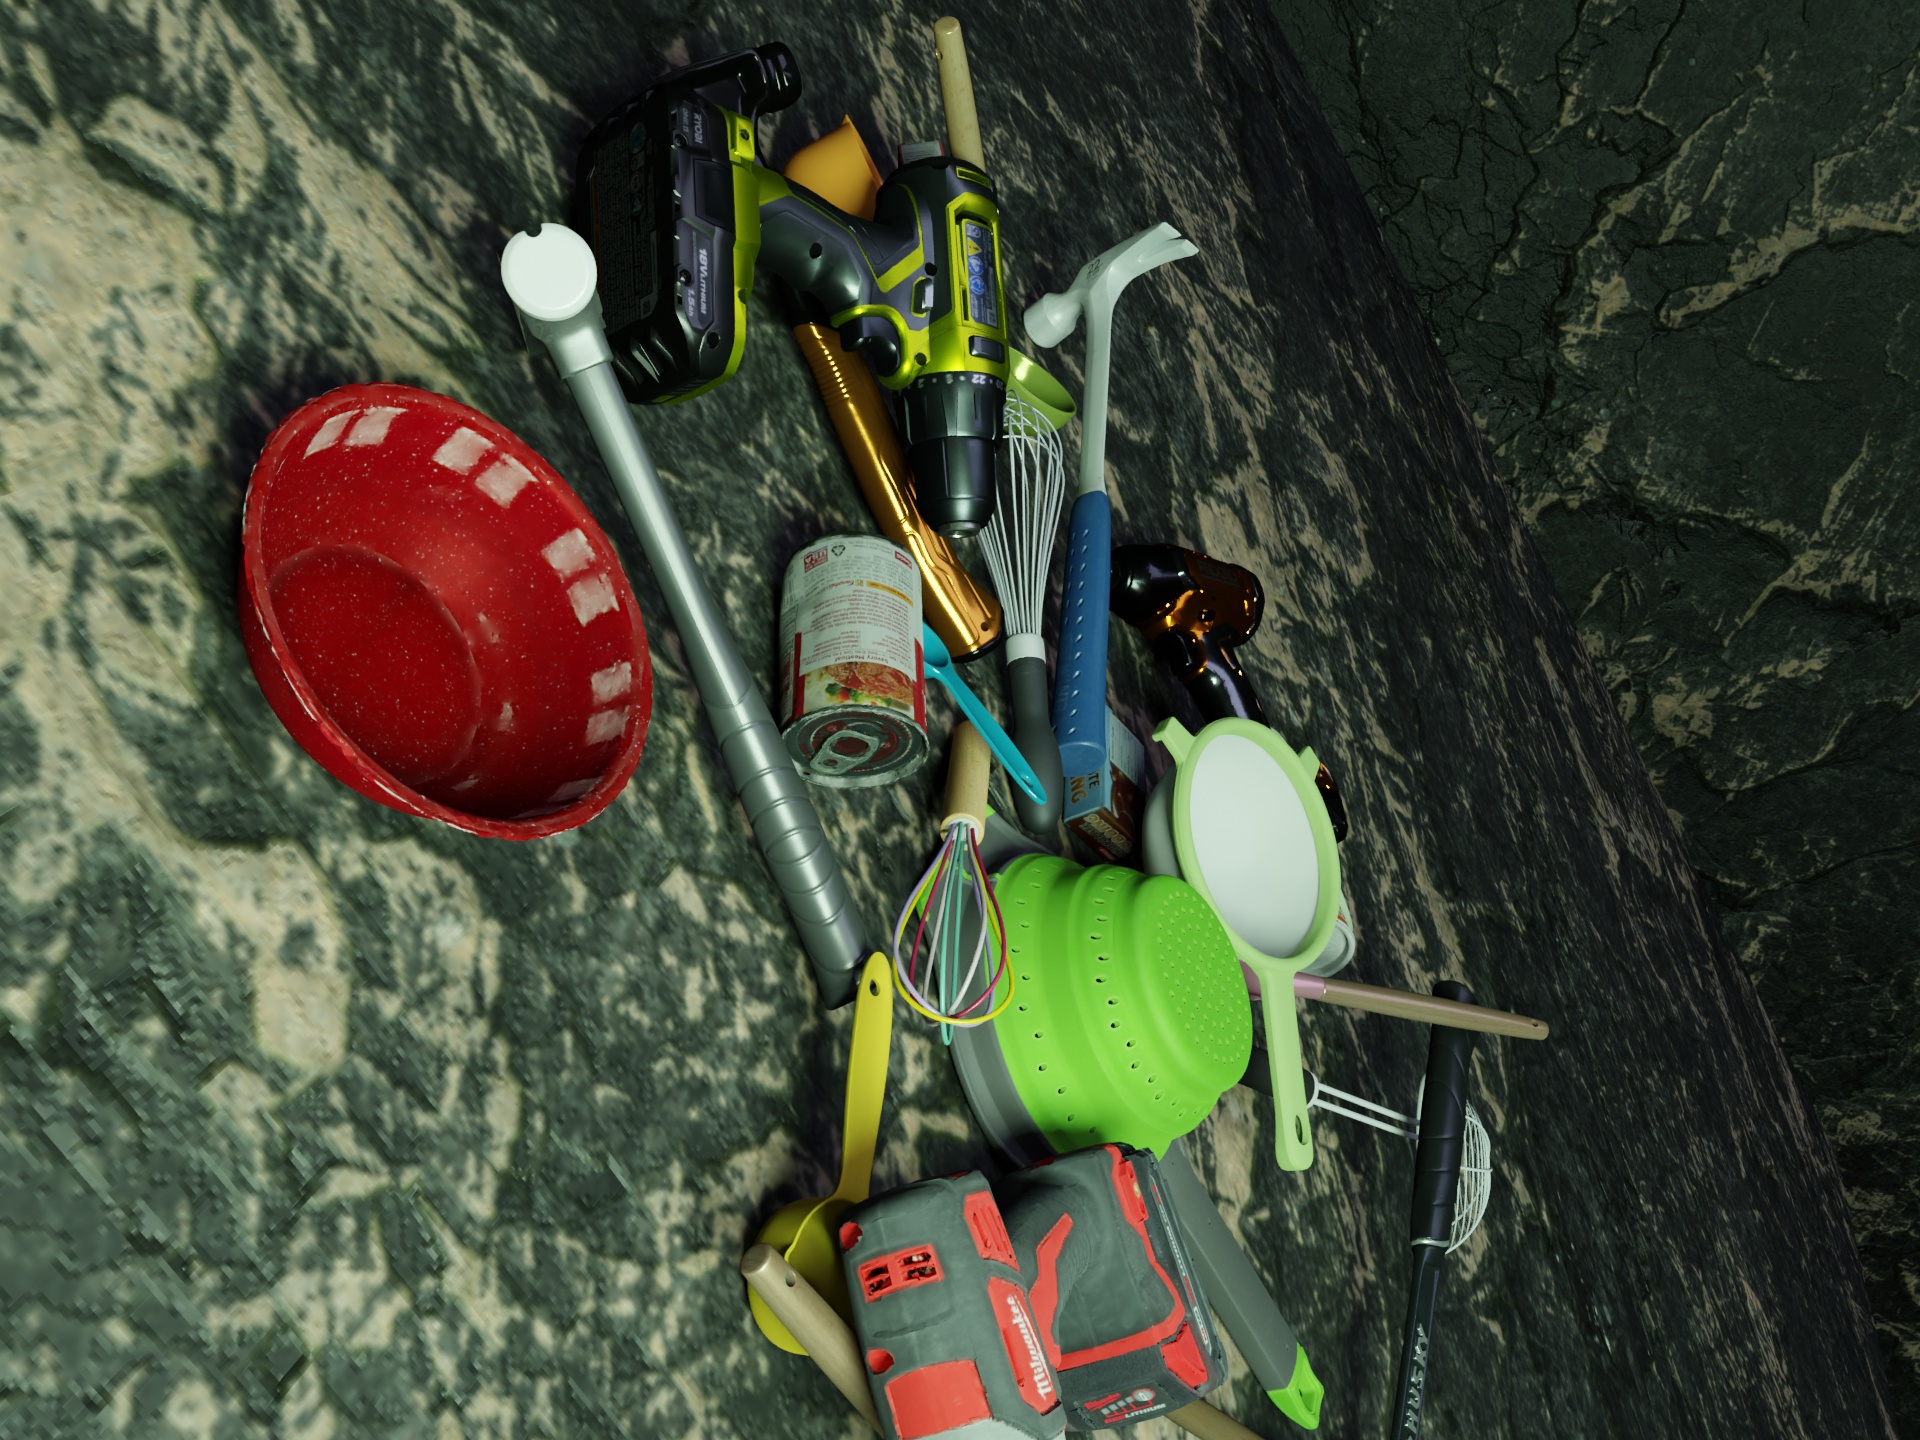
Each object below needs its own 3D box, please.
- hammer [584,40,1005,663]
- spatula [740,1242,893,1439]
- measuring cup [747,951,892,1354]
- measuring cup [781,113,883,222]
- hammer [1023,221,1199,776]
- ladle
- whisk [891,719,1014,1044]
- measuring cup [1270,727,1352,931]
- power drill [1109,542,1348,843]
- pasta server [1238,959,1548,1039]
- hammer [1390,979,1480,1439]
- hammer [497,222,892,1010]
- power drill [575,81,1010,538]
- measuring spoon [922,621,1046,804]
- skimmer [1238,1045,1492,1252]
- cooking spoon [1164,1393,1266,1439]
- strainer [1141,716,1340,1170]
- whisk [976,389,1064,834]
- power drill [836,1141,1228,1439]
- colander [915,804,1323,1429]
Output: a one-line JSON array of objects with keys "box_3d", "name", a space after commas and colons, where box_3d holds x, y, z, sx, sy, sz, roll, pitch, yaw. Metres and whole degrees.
[{"box_3d": [-0.067, -0.179, 0.834, 0.127, 0.034, 0.336, -38, 108, -38], "name": "hammer"}, {"box_3d": [0.002, 0.296, 0.615, 0.315, 0.018, 0.060, 58, 28, -30], "name": "spatula"}, {"box_3d": [-0.050, 0.165, 0.619, 0.062, 0.029, 0.157, 39, 48, -42], "name": "measuring cup"}, {"box_3d": [-0.066, -0.300, 0.939, 0.095, 0.052, 0.174, 62, 7, -19], "name": "measuring cup"}, {"box_3d": [0.087, -0.152, 1.018, 0.035, 0.144, 0.406, 28, 53, -32], "name": "hammer"}, {"box_3d": [0.023, -0.273, 0.916, 0.078, 0.062, 0.319, 52, -11, 26], "name": "ladle"}, {"box_3d": [0.003, 0.067, 0.751, 0.245, 0.047, 0.051, -83, 158, -61], "name": "whisk"}, {"box_3d": [0.241, 0.086, 1.170, 0.167, 0.038, 0.083, 64, 29, -8], "name": "measuring cup"}, {"box_3d": [0.164, -0.017, 1.070, 0.164, 0.084, 0.227, 9, 58, -46], "name": "power drill"}, {"box_3d": [0.253, 0.170, 1.006, 0.316, 0.040, 0.060, 14, 50, -22], "name": "pasta server"}, {"box_3d": [0.277, 0.330, 0.959, 0.149, 0.036, 0.409, 47, 44, -26], "name": "hammer"}, {"box_3d": [-0.103, -0.030, 0.645, 0.146, 0.035, 0.334, -145, -148, -73], "name": "hammer"}, {"box_3d": [-0.064, -0.193, 0.766, 0.228, 0.080, 0.190, 3, 81, -45], "name": "power drill"}, {"box_3d": [-0.001, -0.003, 0.818, 0.129, 0.021, 0.042, 52, 24, 13], "name": "measuring spoon"}, {"box_3d": [0.241, 0.263, 1.051, 0.363, 0.090, 0.127, 27, 55, -35], "name": "skimmer"}, {"box_3d": [0.168, 0.396, 0.844, 0.318, 0.017, 0.069, 44, 44, -35], "name": "cooking spoon"}, {"box_3d": [0.158, 0.129, 0.920, 0.151, 0.069, 0.256, 10, 69, -43], "name": "strainer"}, {"box_3d": [0.034, -0.069, 0.928, 0.070, 0.070, 0.285, 26, 53, -50], "name": "whisk"}, {"box_3d": [0.032, 0.243, 0.622, 0.219, 0.078, 0.143, 22, 47, -66], "name": "power drill"}, {"box_3d": [0.125, 0.211, 0.828, 0.397, 0.094, 0.204, 59, 30, -13], "name": "colander"}]
